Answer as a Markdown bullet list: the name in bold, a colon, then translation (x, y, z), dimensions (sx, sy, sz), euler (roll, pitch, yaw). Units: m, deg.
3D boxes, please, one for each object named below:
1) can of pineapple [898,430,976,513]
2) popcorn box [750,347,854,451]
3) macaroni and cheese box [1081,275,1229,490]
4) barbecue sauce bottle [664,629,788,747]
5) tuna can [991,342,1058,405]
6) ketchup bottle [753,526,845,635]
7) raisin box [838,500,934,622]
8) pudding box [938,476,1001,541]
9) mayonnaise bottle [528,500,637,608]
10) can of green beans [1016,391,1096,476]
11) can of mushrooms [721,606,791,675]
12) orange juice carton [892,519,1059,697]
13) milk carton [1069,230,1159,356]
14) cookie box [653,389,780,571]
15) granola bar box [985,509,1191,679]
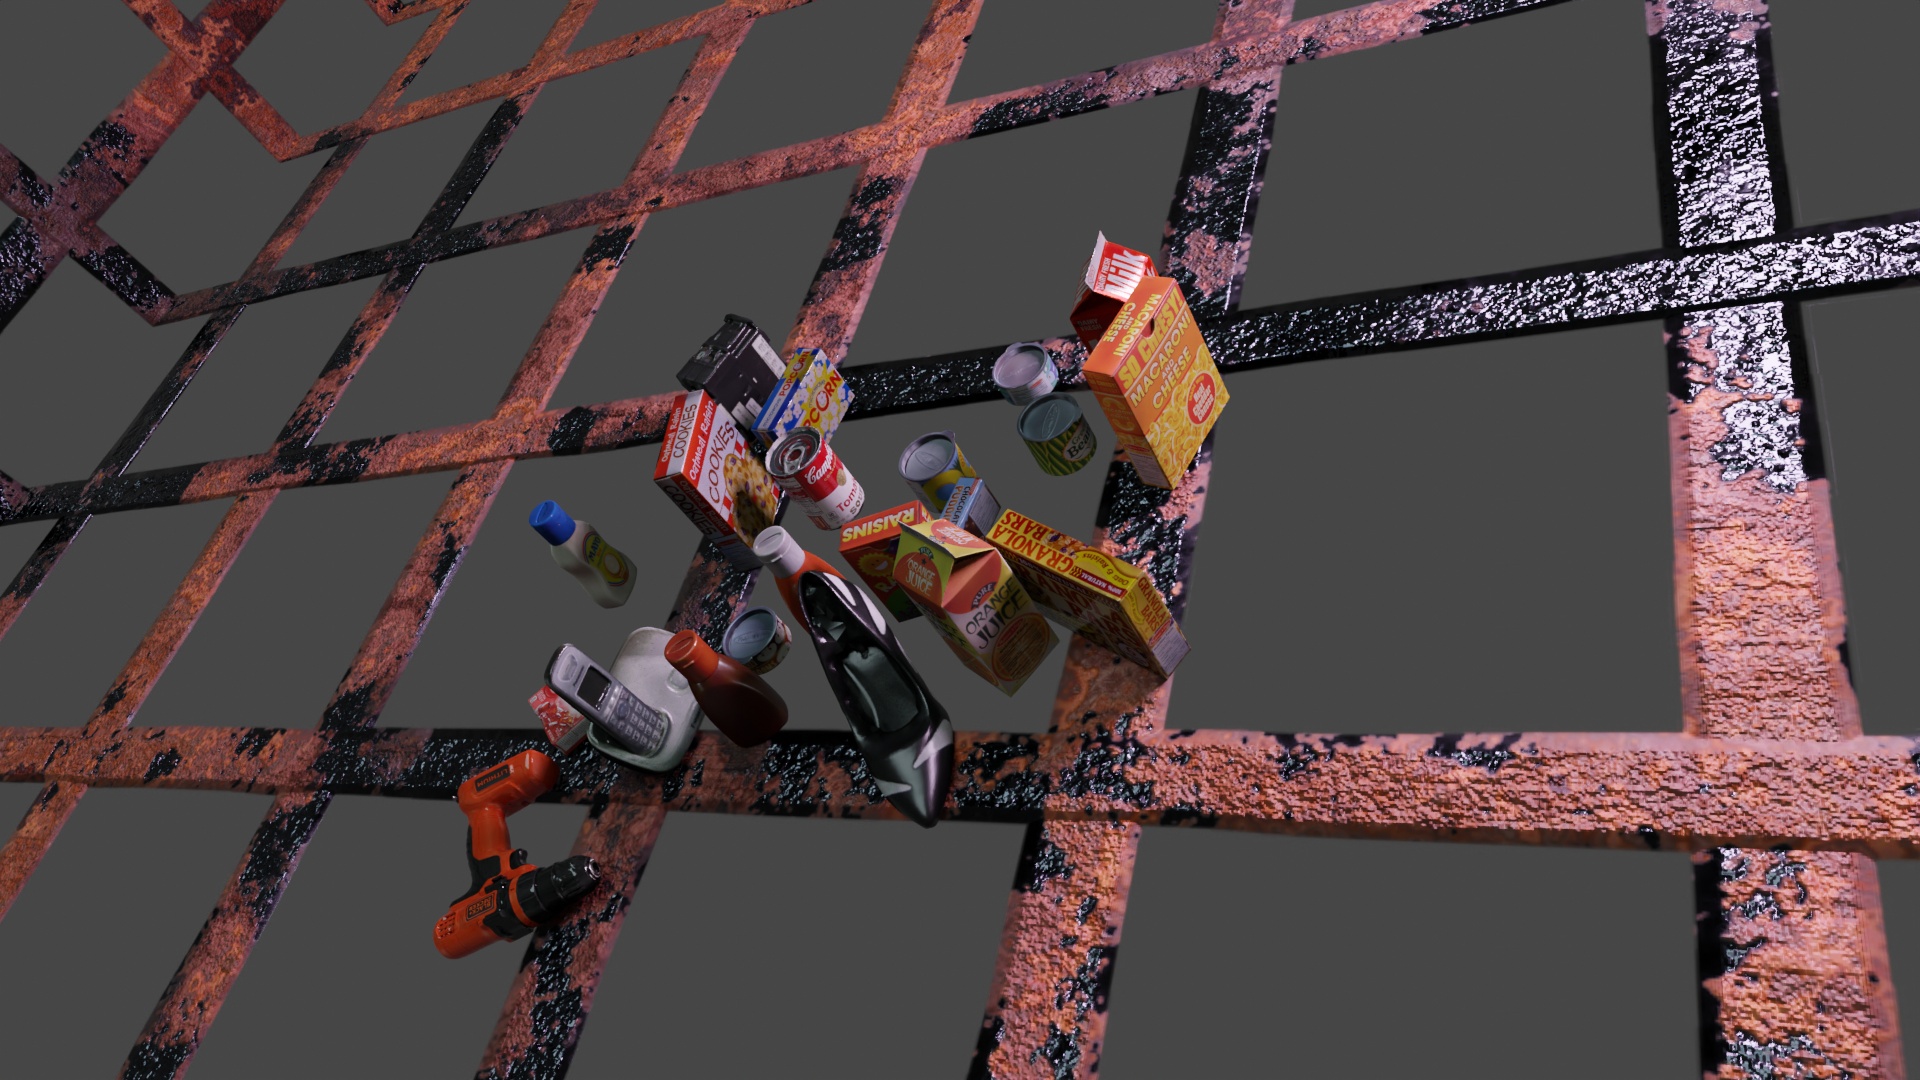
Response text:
- **can of pineapple**: translation (-0.021, -0.071, 1.455), dimensions (0.071, 0.057, 0.071), euler (-17, 46, 19)
- **popcorn box**: translation (-0.181, -0.148, 1.599), dimensions (0.038, 0.085, 0.127), euler (4, 56, 34)
- **macaroni and cheese box**: translation (0.189, -0.148, 1.314), dimensions (0.040, 0.166, 0.124), euler (15, 63, 39)
- **barbecue sauce bottle**: translation (-0.227, 0.141, 1.332), dimensions (0.065, 0.148, 0.044), euler (-30, 44, 6)
- **tuna can**: translation (0.070, -0.182, 1.513), dimensions (0.071, 0.032, 0.071), euler (-17, 46, 19)
- **ketchup bottle**: translation (-0.150, 0.044, 1.368), dimensions (0.064, 0.148, 0.044), euler (-29, 44, 7)
- **raisin box**: translation (-0.051, 0.022, 1.345), dimensions (0.086, 0.123, 0.040), euler (-17, 47, 19)
- **pudding box**: translation (0.005, -0.018, 1.398), dimensions (0.030, 0.049, 0.084), euler (4, 56, 34)
- **mayonnaise bottle**: translation (-0.425, 0.013, 1.564), dimensions (0.041, 0.147, 0.065), euler (-10, 49, 25)
- **can of green beans**: translation (0.099, -0.108, 1.413), dimensions (0.071, 0.057, 0.071), euler (-17, 46, 19)
- **can of mushrooms**: translation (-0.211, 0.106, 1.435), dimensions (0.071, 0.033, 0.071), euler (-17, 46, 19)
- **orange juice carton**: translation (0.008, 0.050, 1.234), dimensions (0.073, 0.192, 0.072), euler (-48, 45, -12)
- **milk carton**: translation (0.165, -0.212, 1.366), dimensions (0.073, 0.190, 0.073), euler (-5, 52, 29)
- **cookie box**: translation (-0.263, -0.064, 1.518), dimensions (0.040, 0.167, 0.123), euler (-14, 47, 21)
- **granola bar box**: translation (0.111, 0.047, 1.224), dimensions (0.166, 0.123, 0.039), euler (26, 70, 43)
